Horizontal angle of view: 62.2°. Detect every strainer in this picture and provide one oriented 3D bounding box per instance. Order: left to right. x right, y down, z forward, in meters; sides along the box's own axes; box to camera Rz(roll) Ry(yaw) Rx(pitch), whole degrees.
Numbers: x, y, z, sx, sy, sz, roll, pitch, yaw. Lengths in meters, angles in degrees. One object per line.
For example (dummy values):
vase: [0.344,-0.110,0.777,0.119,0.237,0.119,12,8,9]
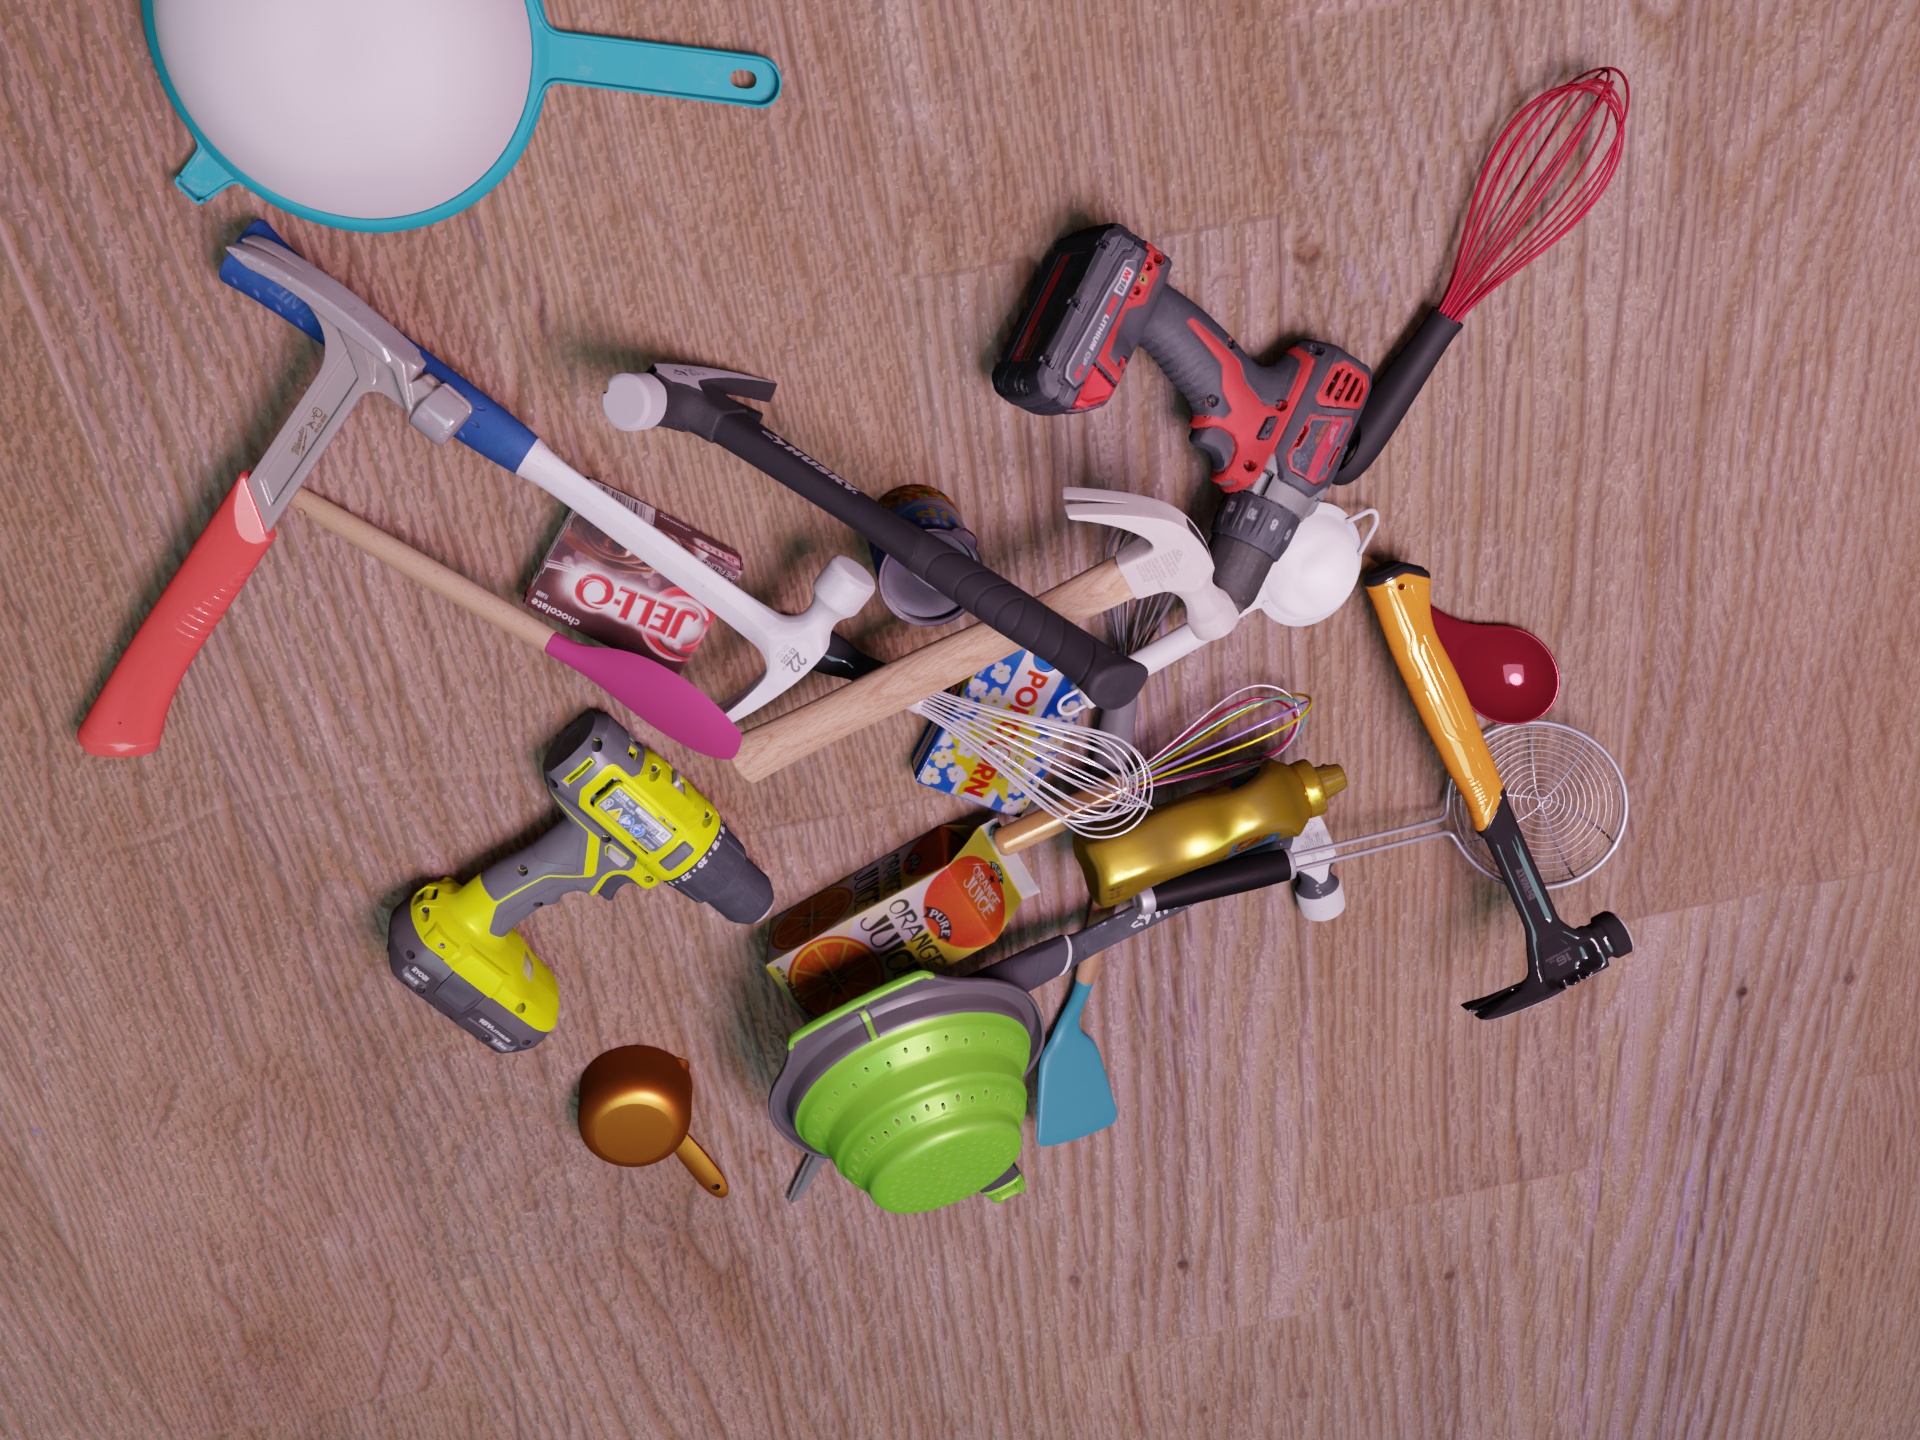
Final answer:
strainer: [-0.265,-0.353,0.845,0.340,0.095,0.210,3,117,-9]
strainer: [0.179,-0.068,1.062,0.258,0.050,0.086,-29,119,-1]

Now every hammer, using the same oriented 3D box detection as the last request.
hammer: [-0.445,-0.108,0.950,0.149,0.037,0.359,39,115,-14]
hammer: [-0.254,-0.147,0.952,0.405,0.035,0.144,36,109,-14]
hammer: [-0.038,-0.108,0.915,0.335,0.146,0.035,34,112,10]
hammer: [-0.001,-0.042,0.994,0.331,0.031,0.129,-25,126,14]
hammer: [0.092,0.160,1.171,0.409,0.036,0.149,-24,117,-9]
hammer: [0.355,0.046,1.114,0.127,0.034,0.336,-27,101,-3]

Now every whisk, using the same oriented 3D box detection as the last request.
whisk: [-0.002,-0.003,1.055,0.284,0.070,0.070,26,113,4]
whisk: [0.117,-0.039,1.105,0.055,0.055,0.238,1,121,-10]
whisk: [0.136,0.037,1.122,0.245,0.047,0.051,-25,140,0]
whisk: [0.321,-0.274,1.009,0.073,0.073,0.295,22,117,-20]

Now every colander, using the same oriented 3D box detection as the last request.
colander: [0.000,0.318,1.168,0.204,0.095,0.396,-27,143,1]

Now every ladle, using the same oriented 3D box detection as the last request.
ladle: [0.302,-0.091,1.118,0.315,0.031,0.069,31,99,-21]

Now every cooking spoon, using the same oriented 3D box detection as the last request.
cooking spoon: [-0.276,-0.061,0.983,0.319,0.017,0.068,30,145,0]

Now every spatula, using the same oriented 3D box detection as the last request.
spatula: [0.109,0.183,1.222,0.082,0.044,0.317,-7,120,-34]

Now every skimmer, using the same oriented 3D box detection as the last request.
skimmer: [0.303,0.088,1.148,0.363,0.090,0.127,-12,86,-15]

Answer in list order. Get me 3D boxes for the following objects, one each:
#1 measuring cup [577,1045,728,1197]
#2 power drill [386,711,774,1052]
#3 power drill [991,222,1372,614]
measuring cup: [-0.230,0.331,1.239,0.095,0.052,0.173,-29,116,6]
power drill: [-0.263,0.125,1.113,0.228,0.080,0.190,-39,117,9]
power drill: [0.135,-0.182,0.991,0.226,0.080,0.188,25,92,-23]
